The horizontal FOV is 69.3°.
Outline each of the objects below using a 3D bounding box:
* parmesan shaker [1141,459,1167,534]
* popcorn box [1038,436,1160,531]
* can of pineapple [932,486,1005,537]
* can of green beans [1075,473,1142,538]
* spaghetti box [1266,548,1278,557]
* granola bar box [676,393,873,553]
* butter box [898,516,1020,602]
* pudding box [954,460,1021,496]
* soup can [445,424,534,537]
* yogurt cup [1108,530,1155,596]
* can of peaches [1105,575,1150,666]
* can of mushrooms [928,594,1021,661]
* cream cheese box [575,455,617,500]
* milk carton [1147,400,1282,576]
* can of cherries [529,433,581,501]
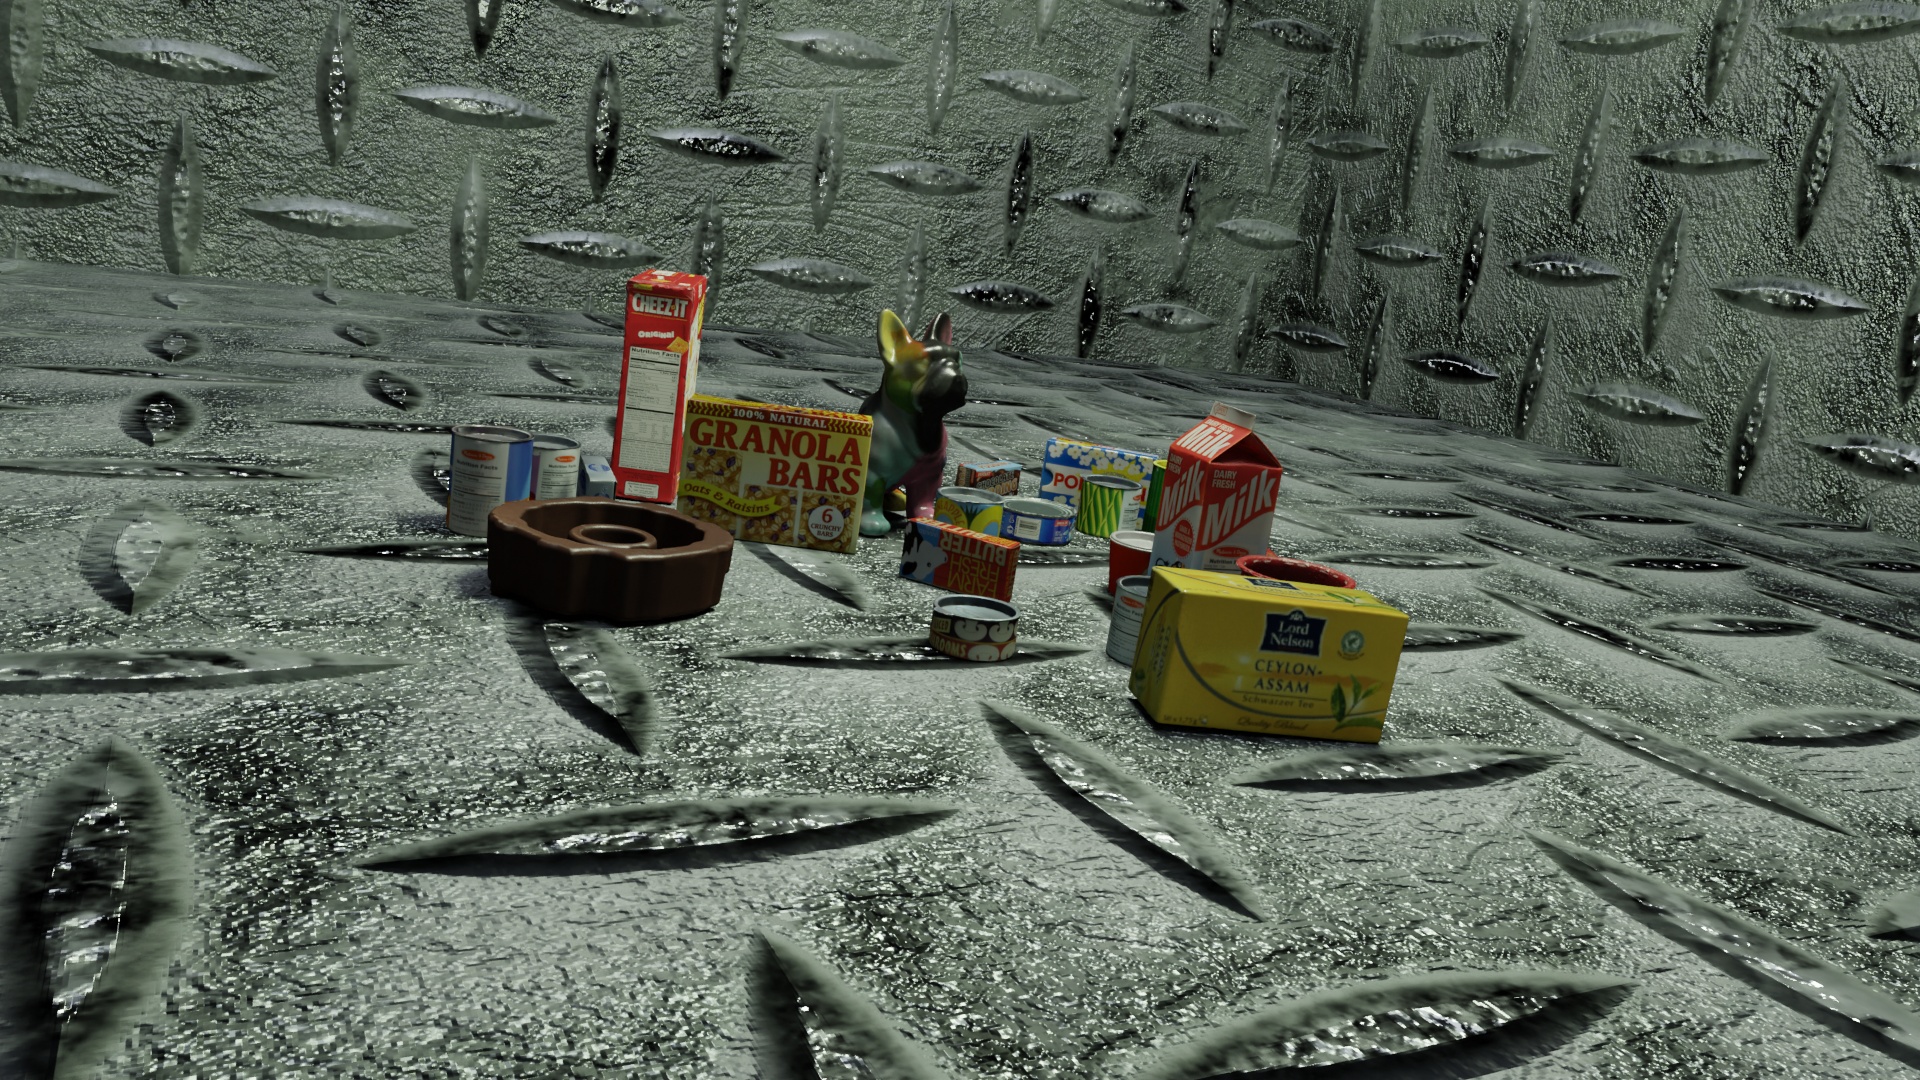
[{"bbox_3d":[0.219,-0.023,1.389,0.071,0.102,0.071,8,13,-2],"label":"parmesan shaker"},{"bbox_3d":[0.155,-0.064,1.561,0.127,0.085,0.038,11,13,10],"label":"popcorn box"},{"bbox_3d":[0.005,-0.017,1.328,0.071,0.057,0.071,8,13,-2],"label":"can of pineapple"},{"bbox_3d":[0.161,-0.037,1.509,0.071,0.057,0.071,8,13,-2],"label":"can of green beans"},{"bbox_3d":[0.271,0.012,1.388,0.029,0.050,0.251,7,13,-5],"label":"spaghetti box"},{"bbox_3d":[-0.169,-0.061,1.262,0.166,0.124,0.039,7,13,-4],"label":"granola bar box"},{"bbox_3d":[-0.001,0.017,1.193,0.103,0.053,0.024,15,14,26],"label":"butter box"},{"bbox_3d":[0.030,-0.062,1.553,0.030,0.049,0.084,18,16,37],"label":"pudding box"},{"bbox_3d":[-0.395,-0.051,1.169,0.071,0.083,0.071,8,13,-2],"label":"soup can"},{"bbox_3d":[0.165,0.025,1.261,0.072,0.053,0.072,8,13,-2],"label":"yogurt cup"},{"bbox_3d":[0.151,0.064,1.077,0.071,0.058,0.071,8,13,-2],"label":"can of peaches"},{"bbox_3d":[0.008,0.065,1.038,0.071,0.033,0.071,8,13,-2],"label":"can of mushrooms"},{"bbox_3d":[-0.323,-0.039,1.229,0.024,0.053,0.104,3,14,-21],"label":"cream cheese box"},{"bbox_3d":[0.215,-0.019,1.178,0.073,0.190,0.072,3,14,-21],"label":"milk carton"},{"bbox_3d":[-0.390,-0.065,1.289,0.071,0.058,0.071,8,13,-2],"label":"can of cherries"}]
